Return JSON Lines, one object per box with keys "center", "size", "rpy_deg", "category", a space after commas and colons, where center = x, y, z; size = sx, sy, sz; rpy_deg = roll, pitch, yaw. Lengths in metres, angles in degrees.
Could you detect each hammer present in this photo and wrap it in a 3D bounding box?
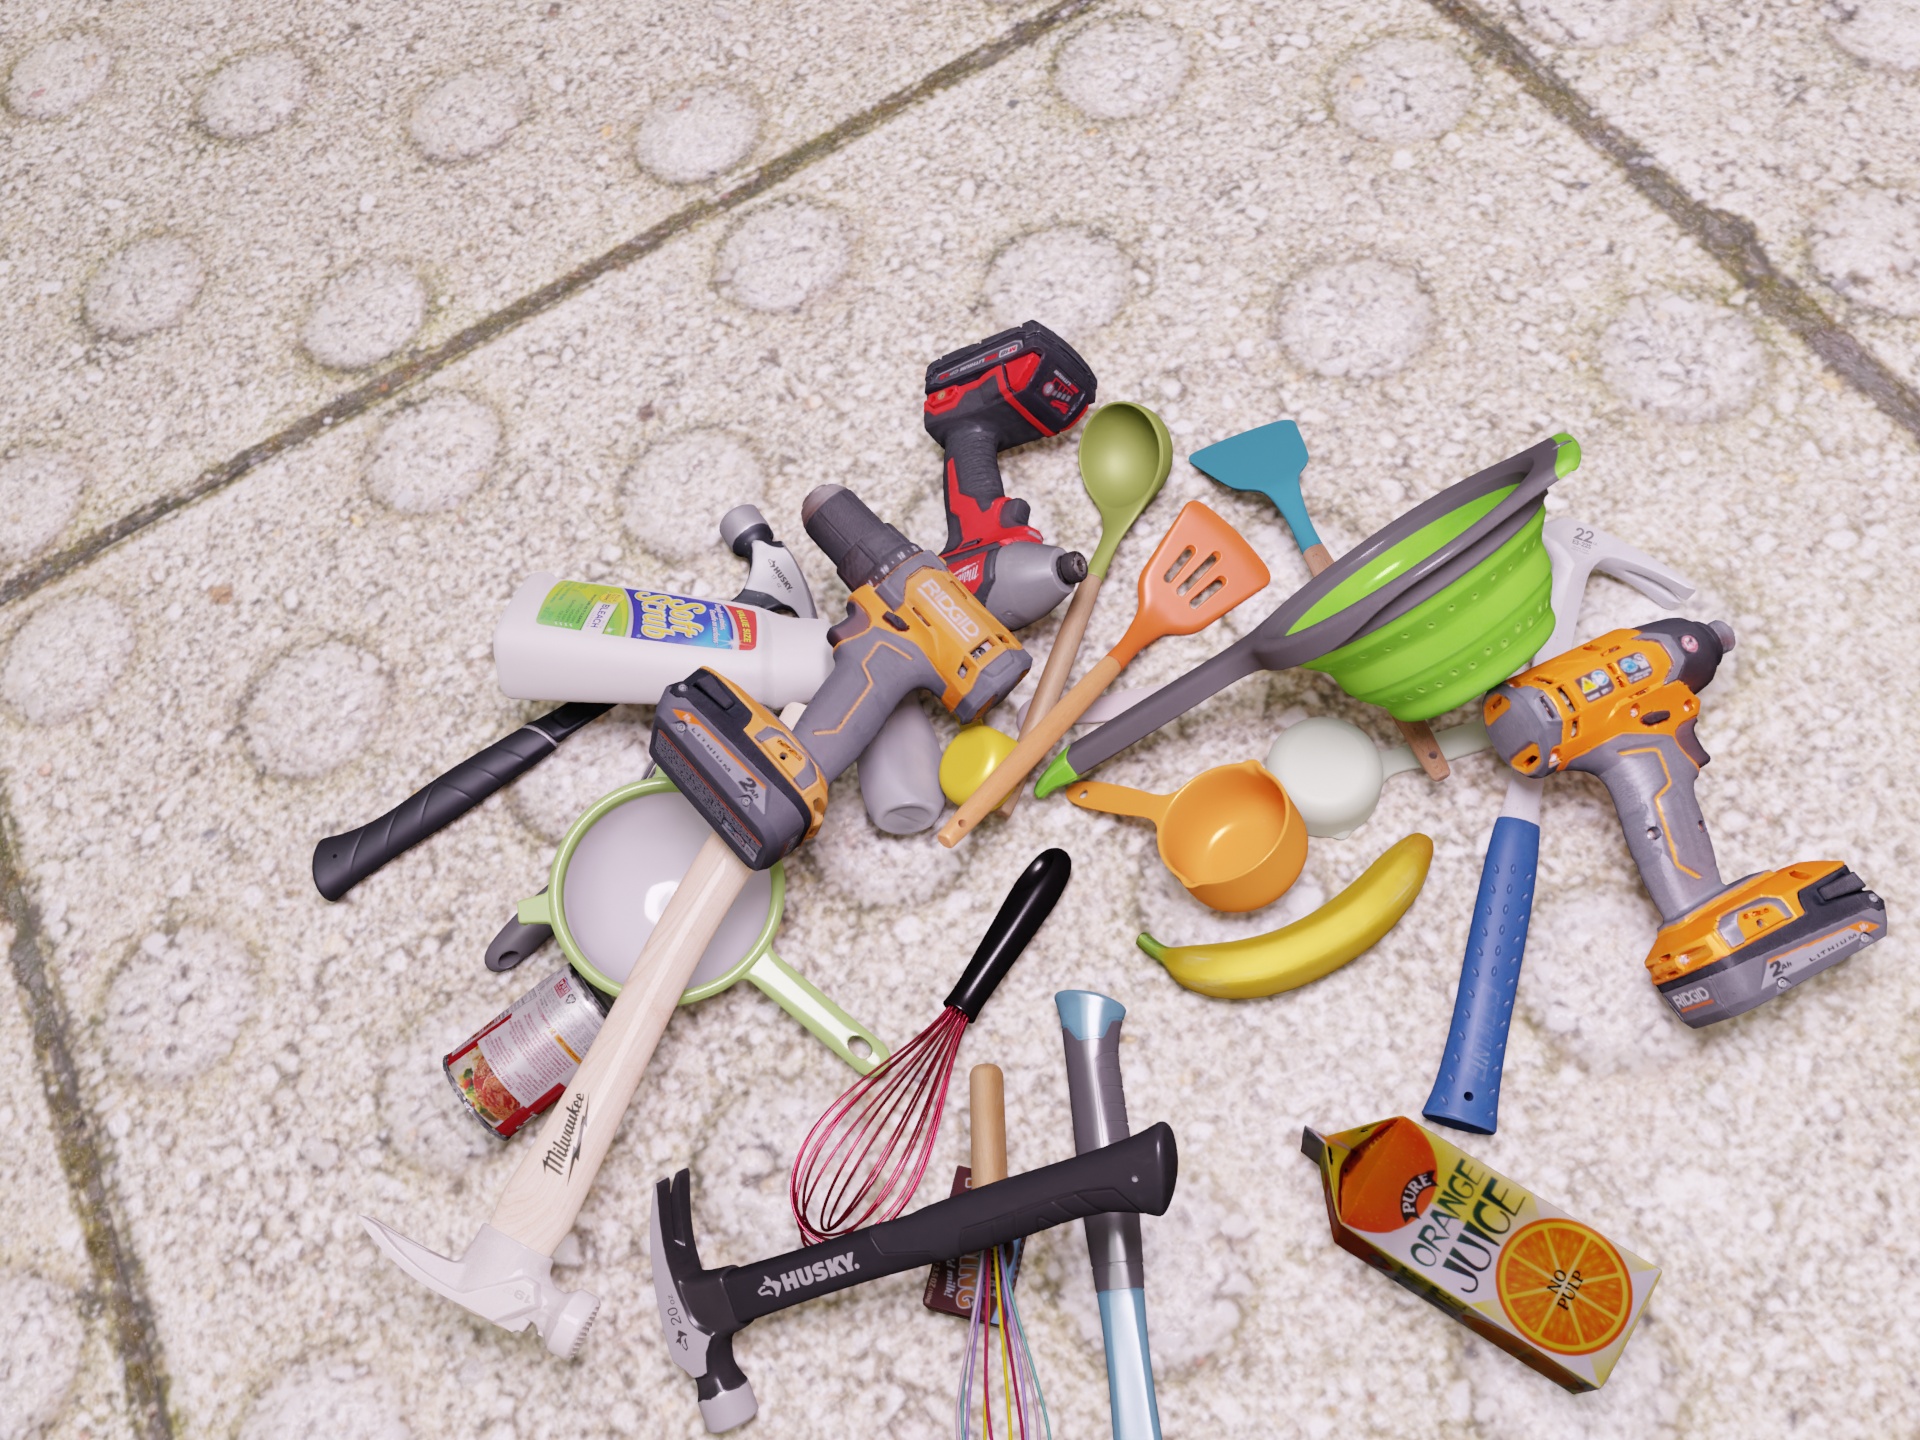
{"center": [0.356, 0.055, 0.992], "size": [0.144, 0.035, 0.406], "rpy_deg": [17, 71, 4], "category": "hammer"}
{"center": [0.093, 0.318, 0.927], "size": [0.128, 0.033, 0.331], "rpy_deg": [-8, 64, 6], "category": "hammer"}
{"center": [-0.197, 0.162, 0.978], "size": [0.146, 0.038, 0.411], "rpy_deg": [26, 70, 4], "category": "hammer"}
{"center": [-0.283, 0.005, 1.143], "size": [0.409, 0.036, 0.149], "rpy_deg": [-33, 65, -5], "category": "hammer"}
{"center": [-0.032, 0.284, 0.882], "size": [0.335, 0.035, 0.146], "rpy_deg": [-25, 81, 22], "category": "hammer"}

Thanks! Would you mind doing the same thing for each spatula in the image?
{"center": [0.252, -0.090, 1.077], "size": [0.082, 0.044, 0.318], "rpy_deg": [-21, 62, -2], "category": "spatula"}
{"center": [0.090, -0.027, 1.049], "size": [0.081, 0.041, 0.323], "rpy_deg": [45, 59, -1], "category": "spatula"}

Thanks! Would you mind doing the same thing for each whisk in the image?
{"center": [0.021, 0.315, 0.902], "size": [0.051, 0.047, 0.245], "rpy_deg": [-8, 61, 12], "category": "whisk"}
{"center": [-0.237, 0.084, 1.092], "size": [0.239, 0.055, 0.055], "rpy_deg": [-45, 66, -7], "category": "whisk"}
{"center": [-0.012, 0.197, 0.989], "size": [0.073, 0.073, 0.296], "rpy_deg": [27, 67, 21], "category": "whisk"}

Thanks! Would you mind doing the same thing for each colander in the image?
{"center": [0.222, -0.025, 0.986], "size": [0.397, 0.204, 0.094], "rpy_deg": [-33, 96, 26], "category": "colander"}

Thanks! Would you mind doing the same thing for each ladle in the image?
{"center": [0.075, -0.082, 1.094], "size": [0.078, 0.062, 0.320], "rpy_deg": [-3, 57, 46], "category": "ladle"}

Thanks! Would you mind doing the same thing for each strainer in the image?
{"center": [-0.150, 0.150, 1.044], "size": [0.256, 0.069, 0.151], "rpy_deg": [38, 71, 6], "category": "strainer"}

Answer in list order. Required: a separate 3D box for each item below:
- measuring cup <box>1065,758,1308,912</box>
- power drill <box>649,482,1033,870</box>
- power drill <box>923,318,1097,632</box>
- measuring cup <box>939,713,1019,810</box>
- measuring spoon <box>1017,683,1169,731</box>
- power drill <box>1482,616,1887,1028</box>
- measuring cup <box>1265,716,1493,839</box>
{"center": [0.144, 0.071, 1.027], "size": [0.174, 0.052, 0.095], "rpy_deg": [11, 62, 45], "category": "measuring cup"}
{"center": [-0.090, -0.037, 1.002], "size": [0.226, 0.084, 0.185], "rpy_deg": [-39, 81, -26], "category": "power drill"}
{"center": [0.031, -0.161, 1.113], "size": [0.143, 0.078, 0.220], "rpy_deg": [-13, 59, 36], "category": "power drill"}
{"center": [-0.002, -0.003, 1.076], "size": [0.062, 0.029, 0.157], "rpy_deg": [-41, 44, 21], "category": "measuring cup"}
{"center": [0.098, -0.011, 1.087], "size": [0.124, 0.018, 0.034], "rpy_deg": [-10, 64, 8], "category": "measuring spoon"}
{"center": [0.435, 0.047, 0.940], "size": [0.164, 0.084, 0.227], "rpy_deg": [-24, 73, -12], "category": "power drill"}
{"center": [0.278, 0.021, 1.028], "size": [0.167, 0.038, 0.083], "rpy_deg": [-17, 63, 3], "category": "measuring cup"}
